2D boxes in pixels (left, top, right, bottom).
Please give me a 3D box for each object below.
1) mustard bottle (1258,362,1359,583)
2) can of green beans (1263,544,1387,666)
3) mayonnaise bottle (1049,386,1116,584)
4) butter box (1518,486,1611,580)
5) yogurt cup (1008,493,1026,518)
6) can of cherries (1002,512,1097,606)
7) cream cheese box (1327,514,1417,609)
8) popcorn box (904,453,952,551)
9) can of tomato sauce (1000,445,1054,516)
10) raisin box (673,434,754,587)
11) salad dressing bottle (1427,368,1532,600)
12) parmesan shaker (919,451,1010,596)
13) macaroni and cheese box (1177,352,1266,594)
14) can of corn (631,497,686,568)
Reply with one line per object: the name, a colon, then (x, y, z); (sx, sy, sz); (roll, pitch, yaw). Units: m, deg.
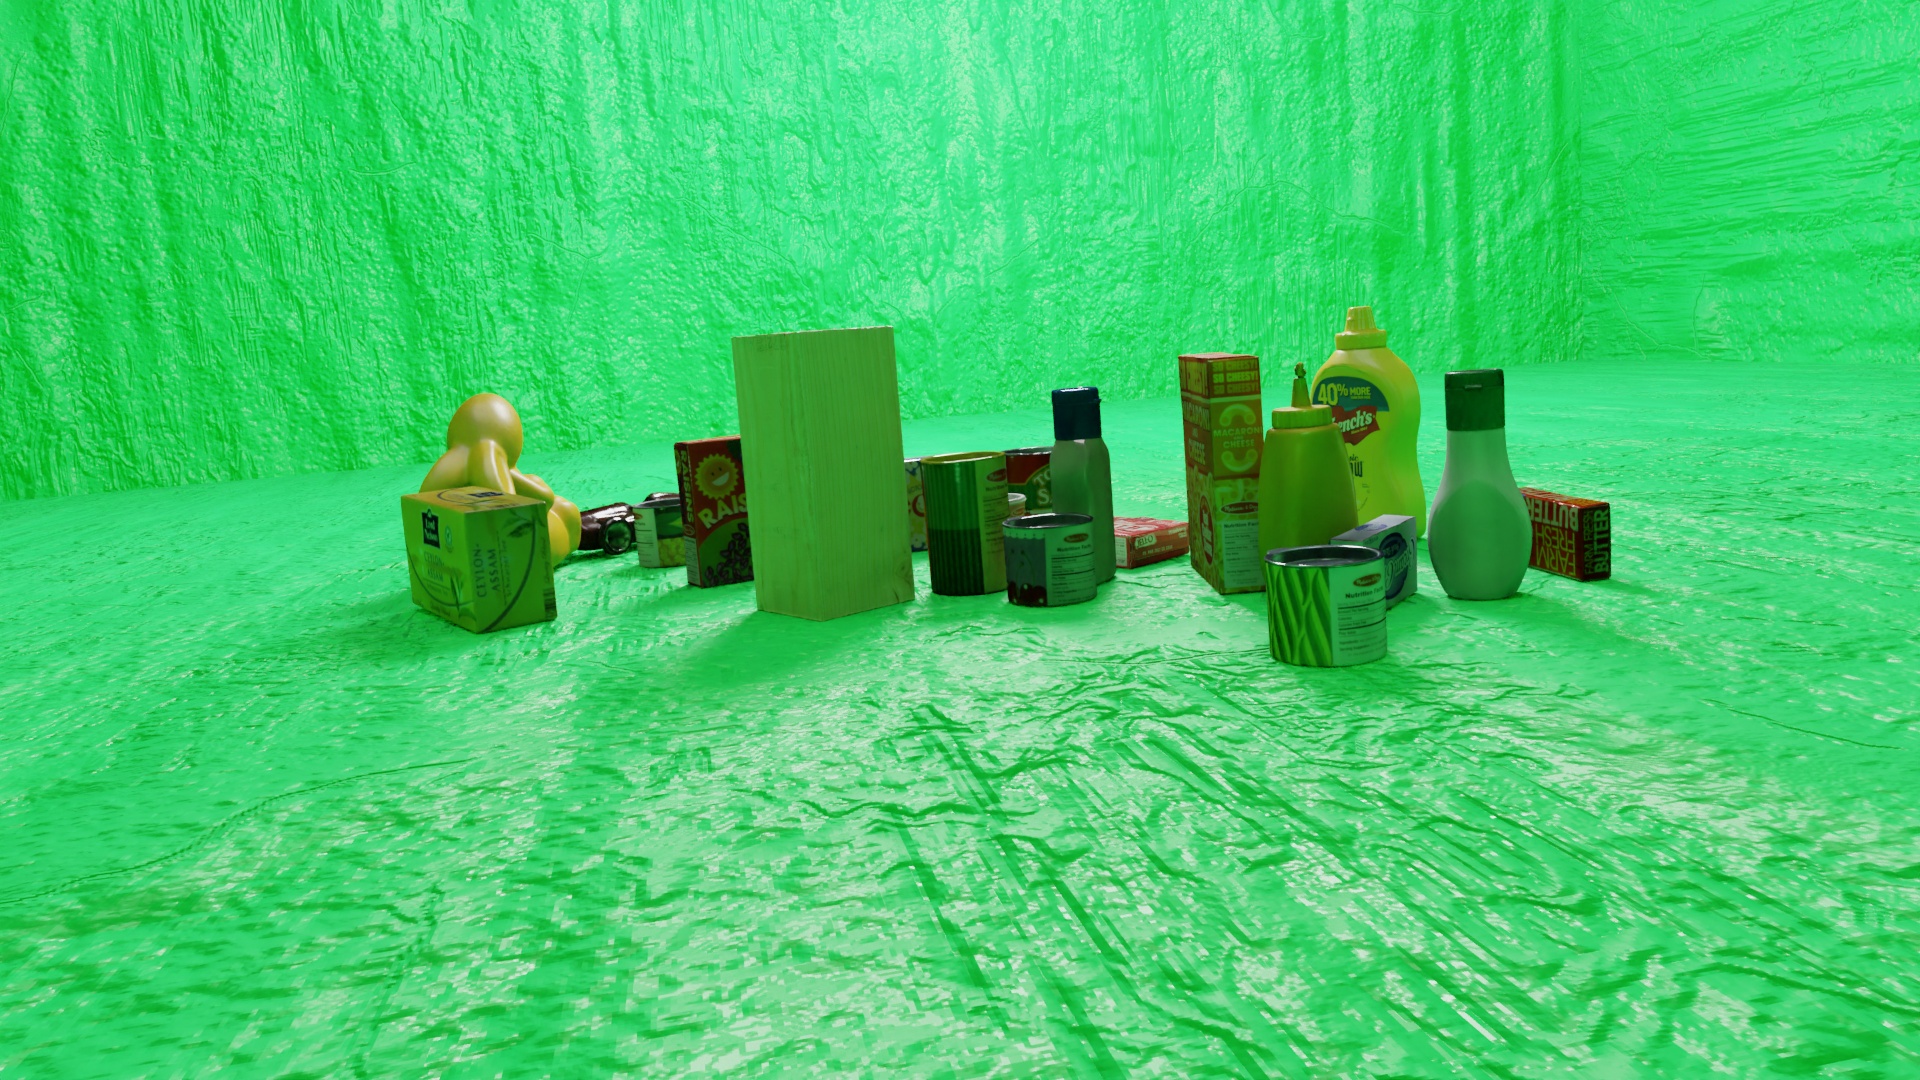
mustard bottle: (0.233, -0.040, 0.934); (0.065, 0.160, 0.049); (-8, 9, -24)
can of green beans: (0.207, 0.036, 0.788); (0.071, 0.057, 0.071); (-4, 8, 1)
mayonnaise bottle: (0.091, -0.042, 1.054); (0.041, 0.147, 0.065); (0, 9, 27)
butter box: (0.414, -0.006, 0.971); (0.024, 0.053, 0.103); (-6, 9, -8)
yogurt cup: (0.024, -0.010, 1.194); (0.072, 0.054, 0.072); (-4, 8, 1)
can of cherries: (0.064, 0.013, 1.007); (0.071, 0.058, 0.071); (-4, 8, 1)
cream cheese box: (0.267, 0.017, 0.896); (0.024, 0.053, 0.104); (1, 10, 36)
popcorn box: (-0.057, -0.032, 1.274); (0.127, 0.085, 0.038); (-7, 9, -18)
can of tomato sauce: (0.071, -0.043, 1.288); (0.071, 0.083, 0.071); (-4, 8, 1)
raisin box: (-0.193, -0.028, 1.188); (0.086, 0.123, 0.040); (-9, 9, -28)
salad dressing bottle: (0.336, -0.037, 0.903); (0.064, 0.147, 0.044); (-1, 9, 22)
parmesan shaker: (0.004, -0.013, 1.063); (0.071, 0.103, 0.071); (-4, 8, 1)
macaroni and cheese box: (0.193, -0.054, 1.021); (0.040, 0.166, 0.124); (-5, 8, 0)
can of corn: (-0.272, -0.008, 1.316); (0.071, 0.058, 0.071); (-4, 8, 1)
